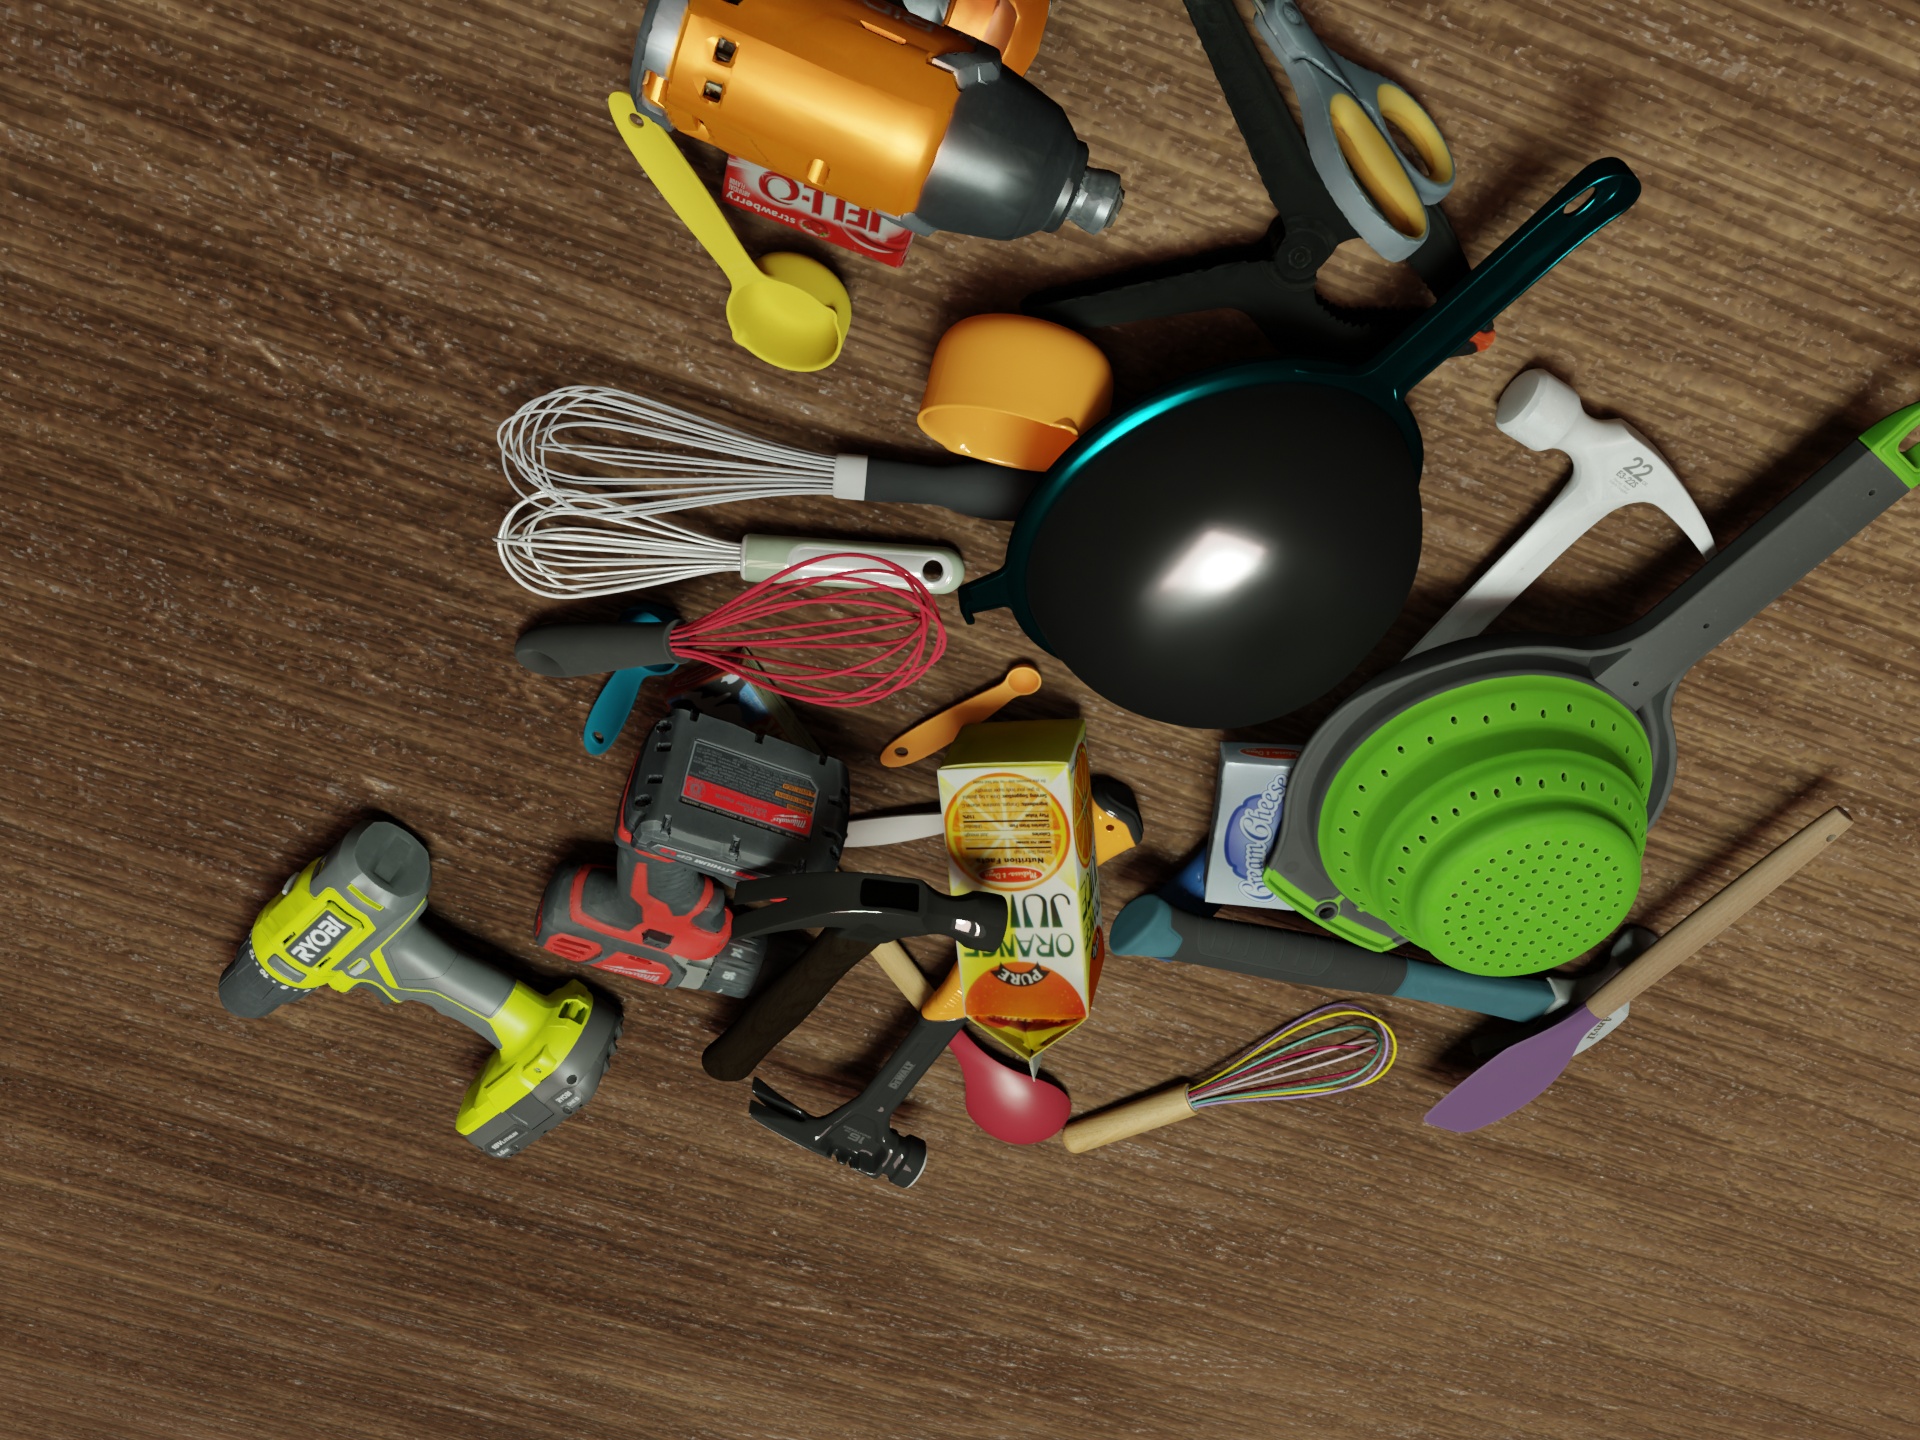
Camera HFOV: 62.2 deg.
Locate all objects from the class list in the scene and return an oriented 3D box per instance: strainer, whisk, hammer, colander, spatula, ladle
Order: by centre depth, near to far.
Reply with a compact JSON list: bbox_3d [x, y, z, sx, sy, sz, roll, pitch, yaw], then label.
[{"bbox_3d":[0.172,-0.097,0.712,0.210,0.095,0.340,16,134,-39],"label":"strainer"},{"bbox_3d":[0.326,0.010,0.774,0.204,0.095,0.397,30,120,-25],"label":"colander"},{"bbox_3d":[-0.087,-0.125,0.797,0.284,0.070,0.070,5,127,-5],"label":"whisk"},{"bbox_3d":[-0.129,-0.041,0.810,0.296,0.073,0.073,-1,130,36],"label":"whisk"},{"bbox_3d":[-0.120,-0.086,0.833,0.246,0.059,0.058,4,100,-2],"label":"whisk"},{"bbox_3d":[0.227,0.003,0.869,0.144,0.035,0.405,28,124,-15],"label":"hammer"},{"bbox_3d":[-0.097,0.156,0.923,0.130,0.031,0.331,13,150,-19],"label":"hammer"},{"bbox_3d":[0.394,0.156,0.935,0.059,0.018,0.315,20,126,-25],"label":"spatula"},{"bbox_3d":[0.249,0.149,0.952,0.331,0.033,0.128,12,128,-14],"label":"hammer"},{"bbox_3d":[-0.002,0.161,0.987,0.127,0.034,0.336,28,117,-16],"label":"hammer"},{"bbox_3d":[-0.021,0.182,1.034,0.069,0.031,0.315,-24,119,20],"label":"ladle"},{"bbox_3d":[0.174,0.248,1.054,0.245,0.051,0.047,-26,126,26],"label":"whisk"}]

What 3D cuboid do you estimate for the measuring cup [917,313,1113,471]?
[{"bbox_3d":[0.062,-0.145,0.764,0.173,0.052,0.095,14,174,-33],"label":"measuring cup"}]

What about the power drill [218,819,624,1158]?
[{"bbox_3d":[-0.356,0.184,1.038,0.228,0.080,0.190,42,120,-20],"label":"power drill"}]

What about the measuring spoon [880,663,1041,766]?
[{"bbox_3d":[-0.001,-0.003,0.906,0.117,0.011,0.021,-31,122,29],"label":"measuring spoon"}]

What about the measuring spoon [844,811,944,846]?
[{"bbox_3d":[-0.028,0.059,0.953,0.124,0.018,0.034,-9,126,20],"label":"measuring spoon"}]

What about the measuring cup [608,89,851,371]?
[{"bbox_3d":[-0.103,-0.224,0.717,0.062,0.029,0.156,-5,140,34],"label":"measuring cup"}]

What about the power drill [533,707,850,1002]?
[{"bbox_3d":[-0.136,0.099,0.931,0.187,0.080,0.226,20,143,-16],"label":"power drill"}]

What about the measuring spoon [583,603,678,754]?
[{"bbox_3d":[-0.187,-0.023,0.906,0.042,0.021,0.128,39,132,1],"label":"measuring spoon"}]

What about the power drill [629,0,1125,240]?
[{"bbox_3d":[-0.017,-0.248,0.586,0.164,0.227,0.084,20,126,-10],"label":"power drill"}]
